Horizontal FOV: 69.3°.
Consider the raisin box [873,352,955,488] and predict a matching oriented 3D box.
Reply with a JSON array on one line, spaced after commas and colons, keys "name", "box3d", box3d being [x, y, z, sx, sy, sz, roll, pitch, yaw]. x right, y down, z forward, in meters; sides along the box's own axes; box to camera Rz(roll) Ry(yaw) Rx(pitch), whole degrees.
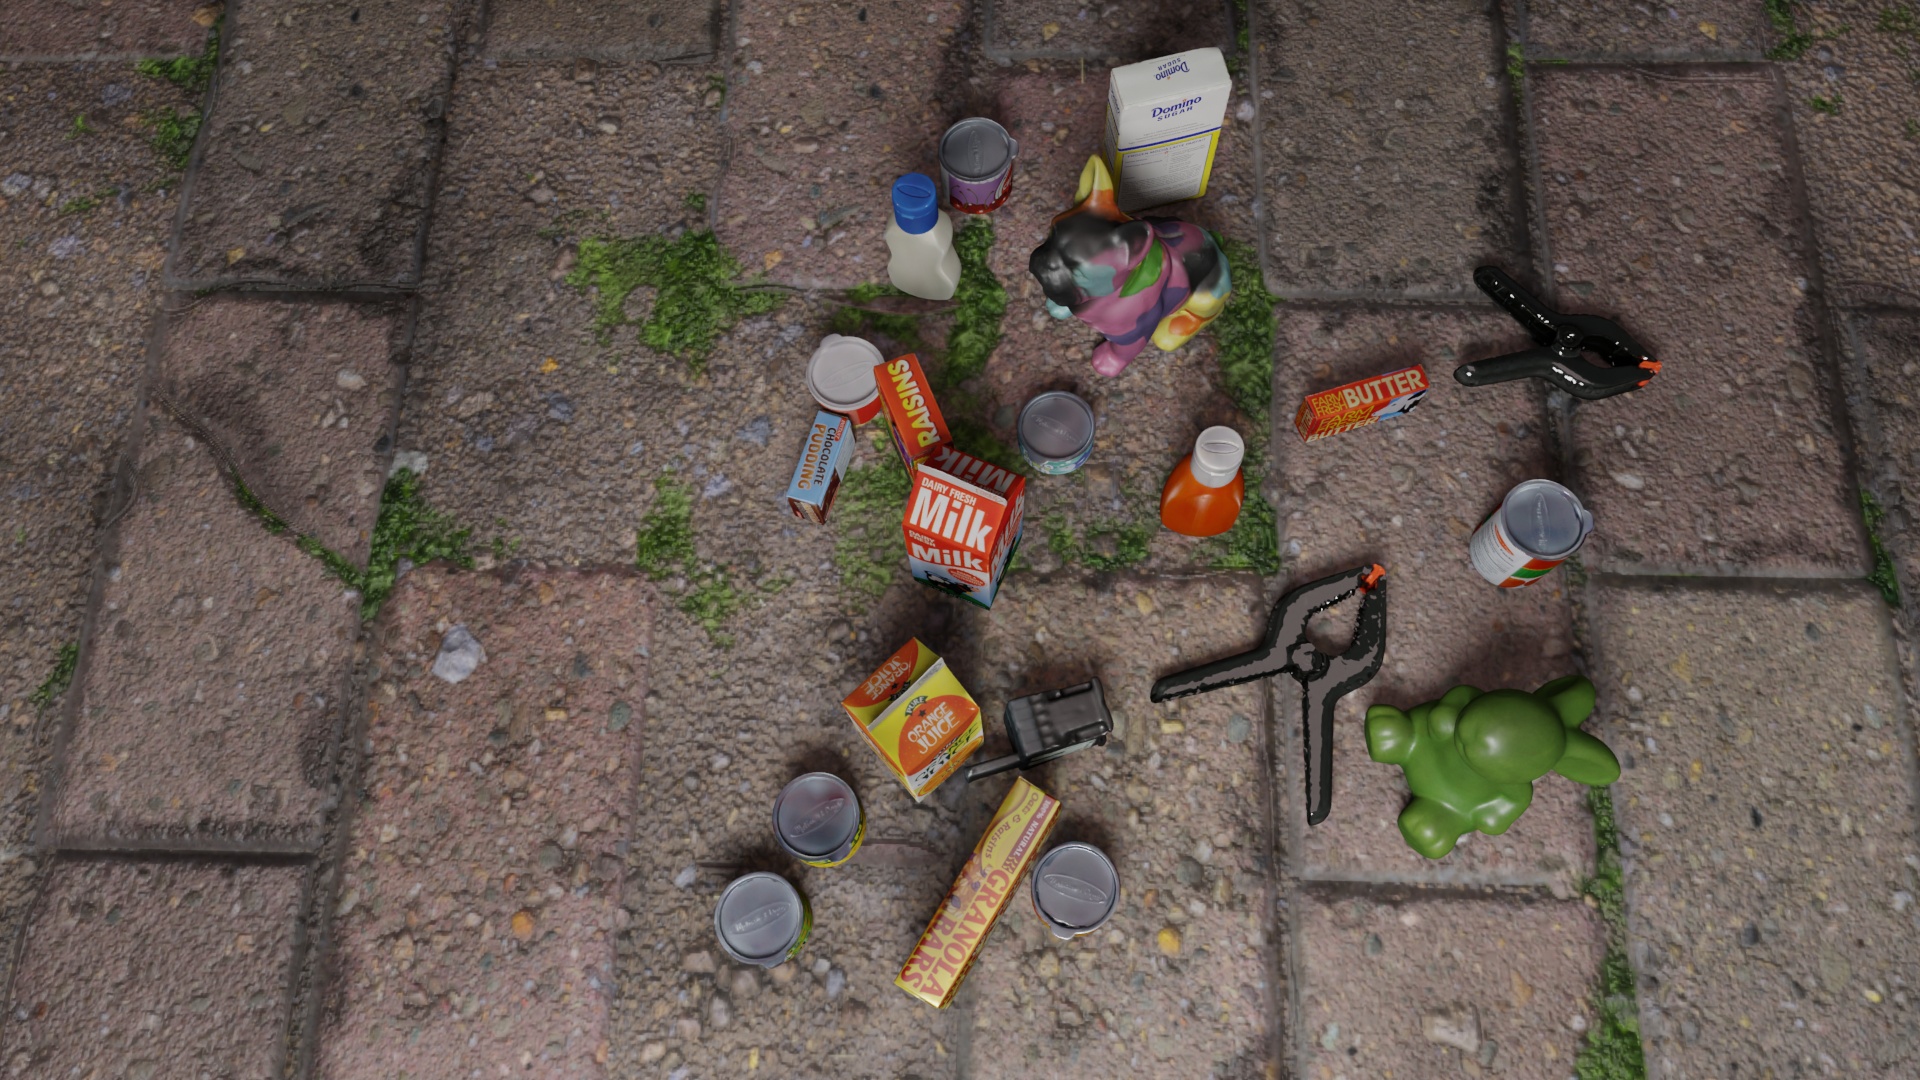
[{"name": "raisin box", "box3d": [-0.035, -0.087, 1.135, 0.040, 0.123, 0.086, -21, 72, -5]}]

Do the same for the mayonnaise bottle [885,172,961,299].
[{"name": "mayonnaise bottle", "box3d": [-0.034, -0.257, 1.180, 0.065, 0.147, 0.041, 16, 73, 7]}]

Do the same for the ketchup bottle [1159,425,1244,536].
[{"name": "ketchup bottle", "box3d": [0.196, -0.045, 1.099, 0.065, 0.148, 0.043, 4, 72, 4]}]

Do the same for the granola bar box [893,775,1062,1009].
[{"name": "granola bar box", "box3d": [0.016, 0.260, 1.015, 0.039, 0.124, 0.166, 30, 75, 11]}]

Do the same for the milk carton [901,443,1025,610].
[{"name": "milk carton", "box3d": [0.004, -0.013, 1.074, 0.072, 0.190, 0.073, 22, 74, 9]}]

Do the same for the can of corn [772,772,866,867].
[{"name": "can of corn", "box3d": [-0.106, 0.218, 1.069, 0.071, 0.058, 0.071, -1, 72, 2]}]

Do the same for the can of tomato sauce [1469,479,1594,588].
[{"name": "can of tomato sauce", "box3d": [0.454, -0.004, 1.110, 0.071, 0.083, 0.071, -1, 72, 2]}]

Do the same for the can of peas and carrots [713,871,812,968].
[{"name": "can of peas and carrots", "box3d": [-0.146, 0.288, 1.046, 0.071, 0.058, 0.071, -1, 72, 2]}]

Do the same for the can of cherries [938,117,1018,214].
[{"name": "can of cherries", "box3d": [0.017, -0.336, 1.252, 0.071, 0.058, 0.071, -1, 72, 2]}]

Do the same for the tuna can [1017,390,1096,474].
[{"name": "tuna can", "box3d": [0.080, -0.089, 1.180, 0.071, 0.032, 0.071, -1, 71, 2]}]

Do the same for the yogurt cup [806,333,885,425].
[{"name": "yogurt cup", "box3d": [-0.095, -0.133, 1.190, 0.072, 0.053, 0.072, -1, 71, 2]}]

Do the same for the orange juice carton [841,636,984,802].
[{"name": "orange juice carton", "box3d": [-0.034, 0.132, 1.025, 0.072, 0.192, 0.073, -41, 75, -10]}]

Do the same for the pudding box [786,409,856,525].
[{"name": "pudding box", "box3d": [-0.116, -0.061, 1.168, 0.030, 0.049, 0.084, 16, 73, 7]}]

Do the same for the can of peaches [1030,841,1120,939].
[{"name": "can of peaches", "box3d": [0.085, 0.266, 1.046, 0.071, 0.058, 0.071, -1, 72, 2]}]

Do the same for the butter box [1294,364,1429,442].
[{"name": "butter box", "box3d": [0.337, -0.115, 1.168, 0.103, 0.053, 0.024, -16, 72, -3]}]
